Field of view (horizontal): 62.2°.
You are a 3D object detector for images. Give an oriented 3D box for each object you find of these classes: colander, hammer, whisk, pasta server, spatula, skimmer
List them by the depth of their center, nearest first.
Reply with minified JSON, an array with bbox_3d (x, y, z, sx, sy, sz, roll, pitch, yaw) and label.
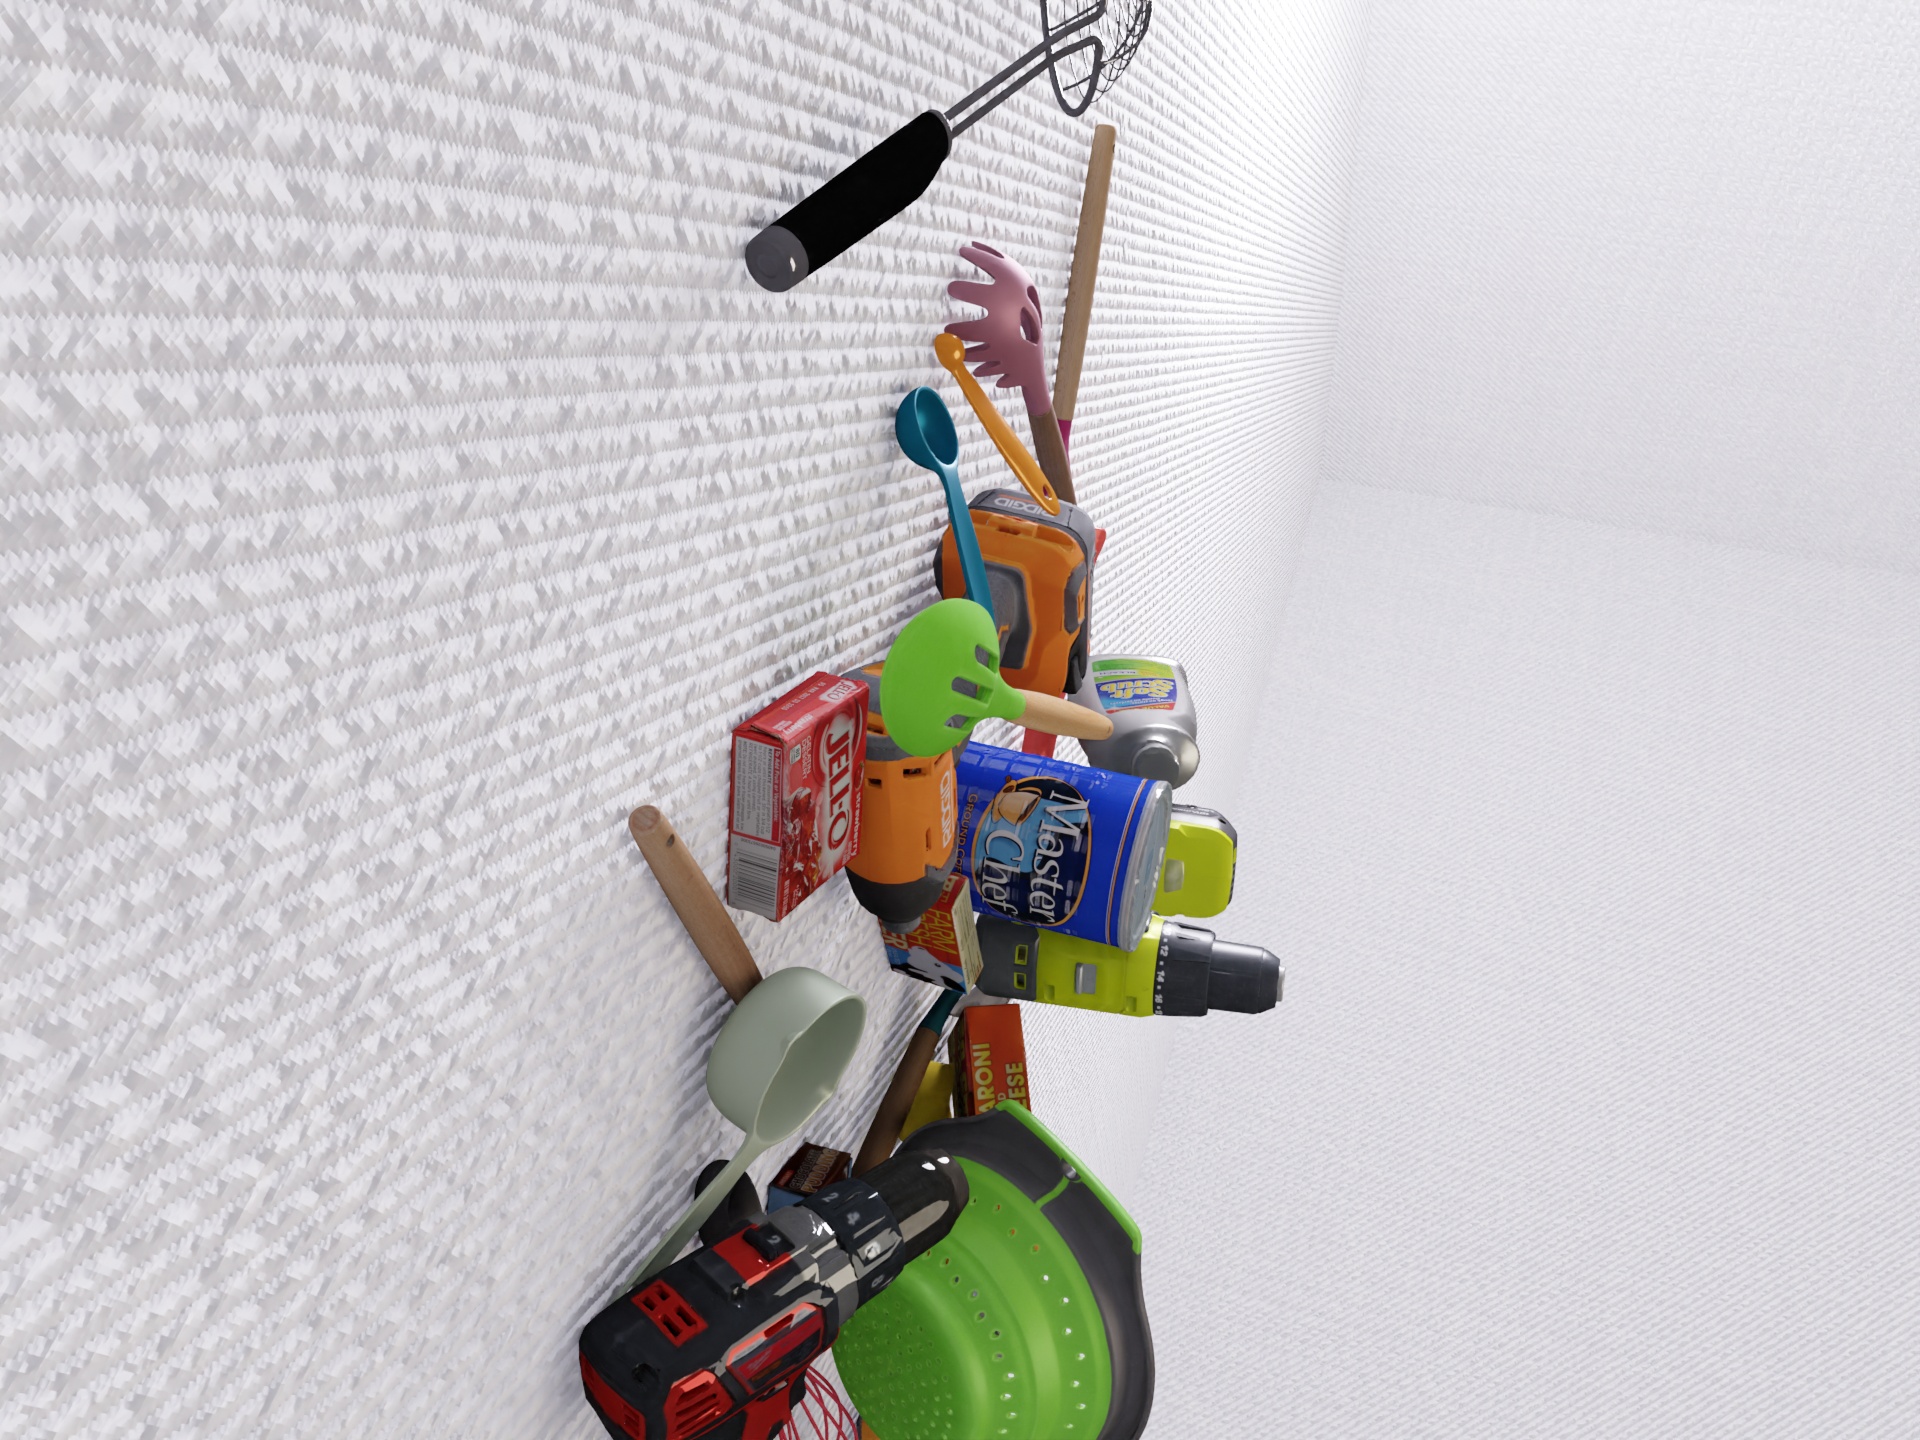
[{"bbox_3d":[-0.007,-0.283,0.695,0.363,0.090,0.127,-51,154,-39],"label":"skimmer"},{"bbox_3d":[-0.096,0.118,0.700,0.315,0.018,0.060,79,33,-58],"label":"spatula"},{"bbox_3d":[-0.096,0.323,0.800,0.073,0.073,0.295,-60,151,-49],"label":"whisk"},{"bbox_3d":[-0.028,0.391,0.893,0.094,0.205,0.396,-16,136,-44],"label":"colander"},{"bbox_3d":[0.042,-0.175,0.941,0.316,0.040,0.060,60,44,-69],"label":"pasta server"},{"bbox_3d":[-0.040,0.213,0.982,0.082,0.044,0.318,80,31,-57],"label":"spatula"},{"bbox_3d":[0.051,0.036,1.148,0.149,0.037,0.359,-18,119,-73],"label":"hammer"}]

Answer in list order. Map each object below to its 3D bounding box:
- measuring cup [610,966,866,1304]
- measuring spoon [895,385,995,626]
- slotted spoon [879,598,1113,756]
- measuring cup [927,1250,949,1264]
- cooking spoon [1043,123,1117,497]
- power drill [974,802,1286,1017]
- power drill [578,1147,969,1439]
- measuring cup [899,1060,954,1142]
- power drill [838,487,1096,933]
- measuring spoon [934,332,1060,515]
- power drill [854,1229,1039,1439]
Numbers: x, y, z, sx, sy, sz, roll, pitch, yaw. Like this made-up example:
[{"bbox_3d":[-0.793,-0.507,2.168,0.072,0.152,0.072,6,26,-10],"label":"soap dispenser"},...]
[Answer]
[{"bbox_3d":[-0.105,0.177,0.682,0.167,0.038,0.083,-51,156,-17],"label":"measuring cup"},{"bbox_3d":[-0.008,-0.097,0.767,0.042,0.021,0.128,-14,89,-64],"label":"measuring spoon"},{"bbox_3d":[0.034,-0.008,0.783,0.070,0.031,0.313,-69,161,3],"label":"slotted spoon"},{"bbox_3d":[-0.036,0.367,1.077,0.173,0.052,0.095,111,-7,-75],"label":"measuring cup"},{"bbox_3d":[0.070,-0.224,1.045,0.069,0.017,0.318,-24,125,-64],"label":"cooking spoon"},{"bbox_3d":[0.124,0.128,1.064,0.228,0.190,0.080,-51,144,-68],"label":"power drill"},{"bbox_3d":[-0.075,0.307,0.709,0.188,0.080,0.226,-21,125,-40],"label":"power drill"},{"bbox_3d":[-0.022,0.246,0.982,0.156,0.029,0.062,123,-19,-86],"label":"measuring cup"},{"bbox_3d":[-0.001,-0.003,0.844,0.227,0.084,0.164,-57,156,-43],"label":"power drill"},{"bbox_3d":[0.023,-0.152,0.821,0.116,0.011,0.021,52,40,-27],"label":"measuring spoon"},{"bbox_3d":[0.017,0.410,1.135,0.185,0.084,0.226,-57,179,37],"label":"power drill"}]
